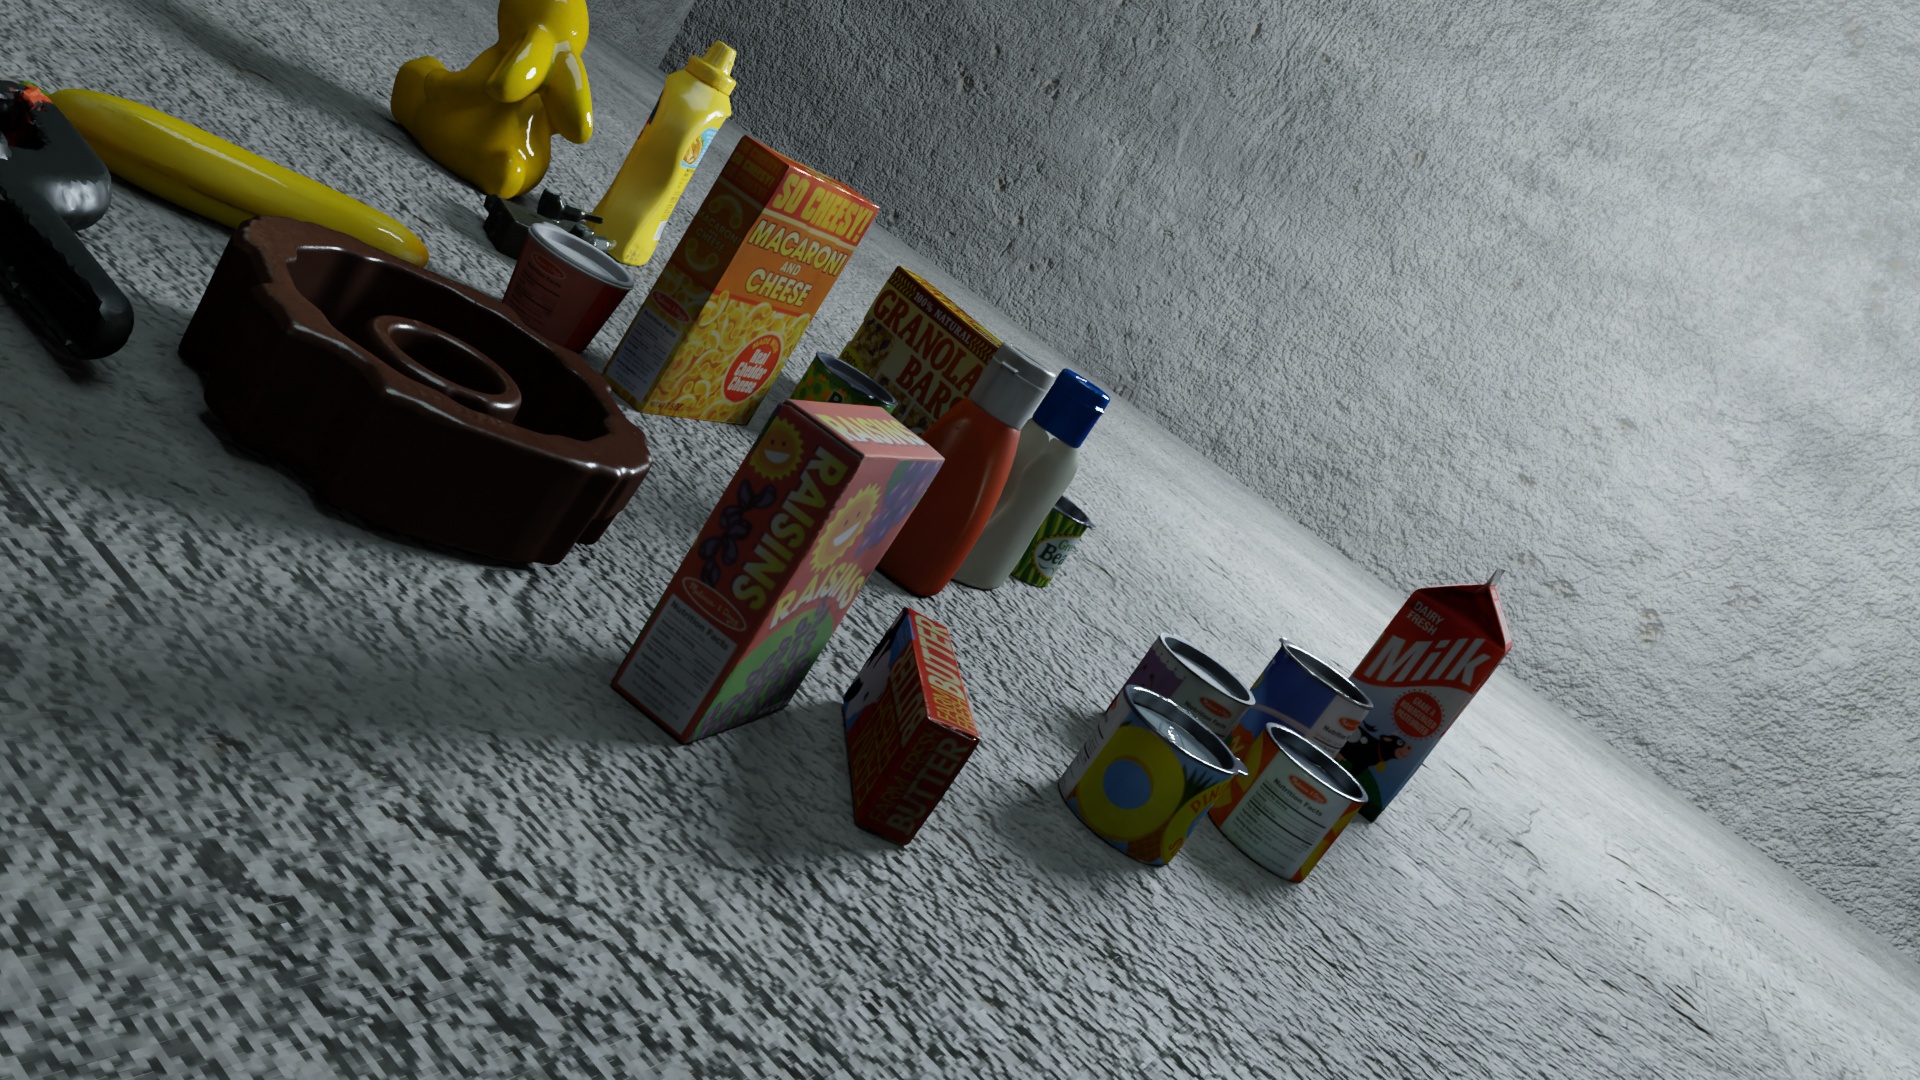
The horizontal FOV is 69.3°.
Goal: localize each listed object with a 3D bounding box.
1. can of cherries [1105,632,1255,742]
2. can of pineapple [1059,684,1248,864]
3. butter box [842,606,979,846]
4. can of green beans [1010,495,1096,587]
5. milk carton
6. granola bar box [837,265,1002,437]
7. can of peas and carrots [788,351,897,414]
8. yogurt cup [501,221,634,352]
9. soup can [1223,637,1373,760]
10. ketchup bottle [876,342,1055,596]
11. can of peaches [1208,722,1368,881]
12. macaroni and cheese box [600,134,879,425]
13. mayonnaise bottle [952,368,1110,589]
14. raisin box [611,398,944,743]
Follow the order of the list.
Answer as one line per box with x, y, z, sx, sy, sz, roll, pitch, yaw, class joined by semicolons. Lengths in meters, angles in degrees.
0.126;0.095;0.805;0.071;0.058;0.072;32;13;-8;can of cherries
0.090;0.112;0.659;0.071;0.057;0.071;32;13;-8;can of pineapple
-0.022;0.071;0.551;0.024;0.053;0.104;30;13;-17;butter box
0.051;-0.008;0.997;0.071;0.057;0.071;32;13;-8;can of green beans
0.320;0.096;0.971;0.073;0.190;0.072;38;13;21;milk carton
-0.030;-0.123;1.071;0.039;0.124;0.166;21;18;-44;granola bar box
-0.086;-0.088;0.958;0.071;0.058;0.071;32;13;-8;can of peas and carrots
-0.237;-0.148;0.828;0.072;0.054;0.072;32;13;-8;yogurt cup
0.201;0.114;0.861;0.071;0.083;0.071;32;13;-8;soup can
-0.001;-0.043;0.801;0.065;0.148;0.043;38;13;20;ketchup bottle
0.178;0.142;0.759;0.071;0.058;0.071;32;13;-8;can of peaches
-0.132;-0.152;0.843;0.040;0.166;0.124;37;13;17;macaroni and cheese box
0.040;-0.039;0.883;0.041;0.147;0.065;42;15;35;mayonnaise bottle
-0.065;0.009;0.515;0.040;0.123;0.086;37;13;14;raisin box
